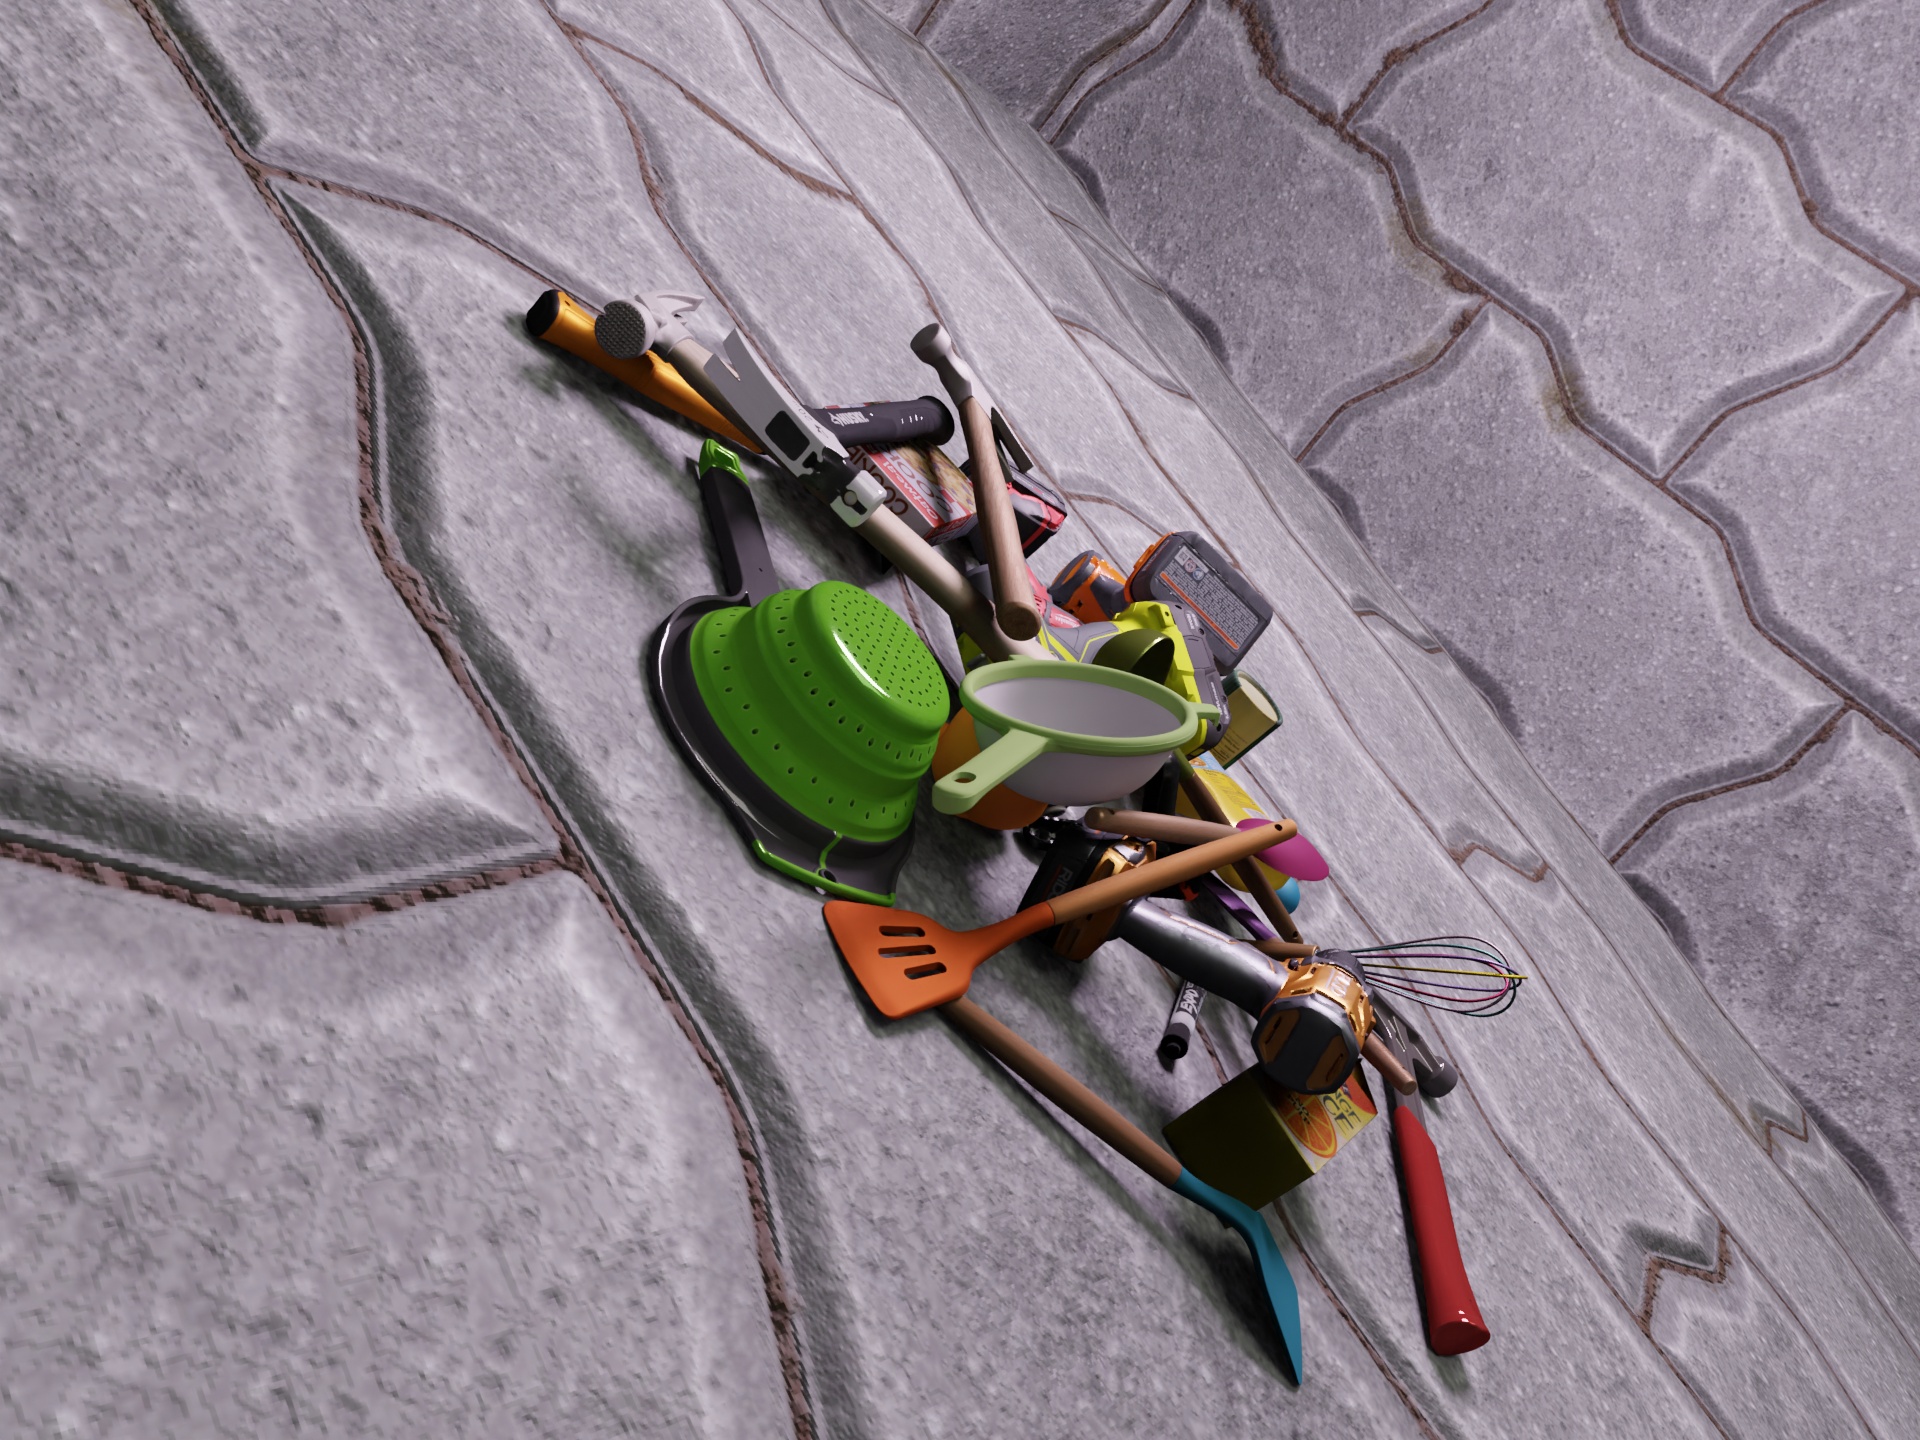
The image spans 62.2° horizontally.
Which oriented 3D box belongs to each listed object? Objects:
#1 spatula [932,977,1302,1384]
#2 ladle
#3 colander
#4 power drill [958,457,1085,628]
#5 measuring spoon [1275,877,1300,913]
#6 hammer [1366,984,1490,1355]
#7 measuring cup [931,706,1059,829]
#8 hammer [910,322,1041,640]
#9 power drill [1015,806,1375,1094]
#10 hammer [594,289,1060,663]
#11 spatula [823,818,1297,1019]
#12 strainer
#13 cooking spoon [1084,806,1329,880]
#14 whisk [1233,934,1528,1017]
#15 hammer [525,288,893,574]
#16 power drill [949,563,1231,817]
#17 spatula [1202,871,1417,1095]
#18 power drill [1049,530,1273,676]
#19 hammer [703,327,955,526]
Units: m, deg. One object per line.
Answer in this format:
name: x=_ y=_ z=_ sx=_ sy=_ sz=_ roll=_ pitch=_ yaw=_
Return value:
spatula: x=0.095 y=0.254 z=0.913 sx=0.317 sy=0.044 sz=0.082 roll=40 pitch=24 yaw=-8
ladle: x=0.189 y=0.062 z=1.189 sx=0.320 sy=0.078 sz=0.062 roll=54 pitch=-21 yaw=-24
colander: x=-0.096 y=-0.073 z=0.991 sx=0.204 sy=0.094 sz=0.398 roll=27 pitch=31 yaw=-41
power drill: x=0.057 y=-0.122 z=1.374 sx=0.143 sy=0.078 sz=0.220 roll=27 pitch=34 yaw=-38
measuring spoon: x=0.278 y=0.120 z=1.443 sx=0.042 sy=0.021 sz=0.129 roll=42 pitch=19 yaw=-44
hammer: x=0.346 y=0.332 z=1.217 sx=0.149 sy=0.036 sz=0.359 roll=43 pitch=23 yaw=-12
measuring cup: x=-0.002 y=-0.003 z=1.079 sx=0.173 sy=0.052 sz=0.095 roll=41 pitch=47 yaw=5
hammer: x=0.023 y=-0.169 z=1.182 sx=0.129 sy=0.031 sz=0.332 roll=47 pitch=21 yaw=-36
power drill: x=0.166 y=0.145 z=1.042 sx=0.226 sy=0.084 sz=0.185 roll=30 pitch=15 yaw=15
hammer: x=-0.070 y=-0.152 z=1.115 sx=0.410 sy=0.038 sz=0.146 roll=42 pitch=20 yaw=-4
spatula: x=0.074 y=0.102 z=0.934 sx=0.322 sy=0.041 sz=0.081 roll=-16 pitch=54 yaw=-26
strainer: x=0.047 y=0.030 z=0.959 sx=0.151 sy=0.069 sz=0.256 roll=16 pitch=23 yaw=23
cooking spoon: x=0.176 y=0.079 z=1.095 sx=0.318 sy=0.017 sz=0.069 roll=11 pitch=32 yaw=-52
whisk: x=0.276 y=0.174 z=1.130 sx=0.047 sy=0.245 sz=0.051 roll=-36 pitch=121 yaw=-53
hammer: x=-0.170 y=-0.217 z=1.169 sx=0.336 sy=0.034 sz=0.127 roll=25 pitch=31 yaw=-43
power drill: x=0.100 y=-0.019 z=1.221 sx=0.228 sy=0.080 sz=0.191 roll=1 pitch=66 yaw=-42
spatula: x=0.246 y=0.181 z=1.195 sx=0.059 sy=0.018 sz=0.316 roll=33 pitch=9 yaw=-31
power drill: x=0.185 y=-0.090 z=1.436 sx=0.164 sy=0.084 sz=0.226 roll=42 pitch=-13 yaw=-13
hammer: x=-0.069 y=-0.216 z=1.139 sx=0.146 sy=0.035 sz=0.335 roll=45 pitch=20 yaw=2
